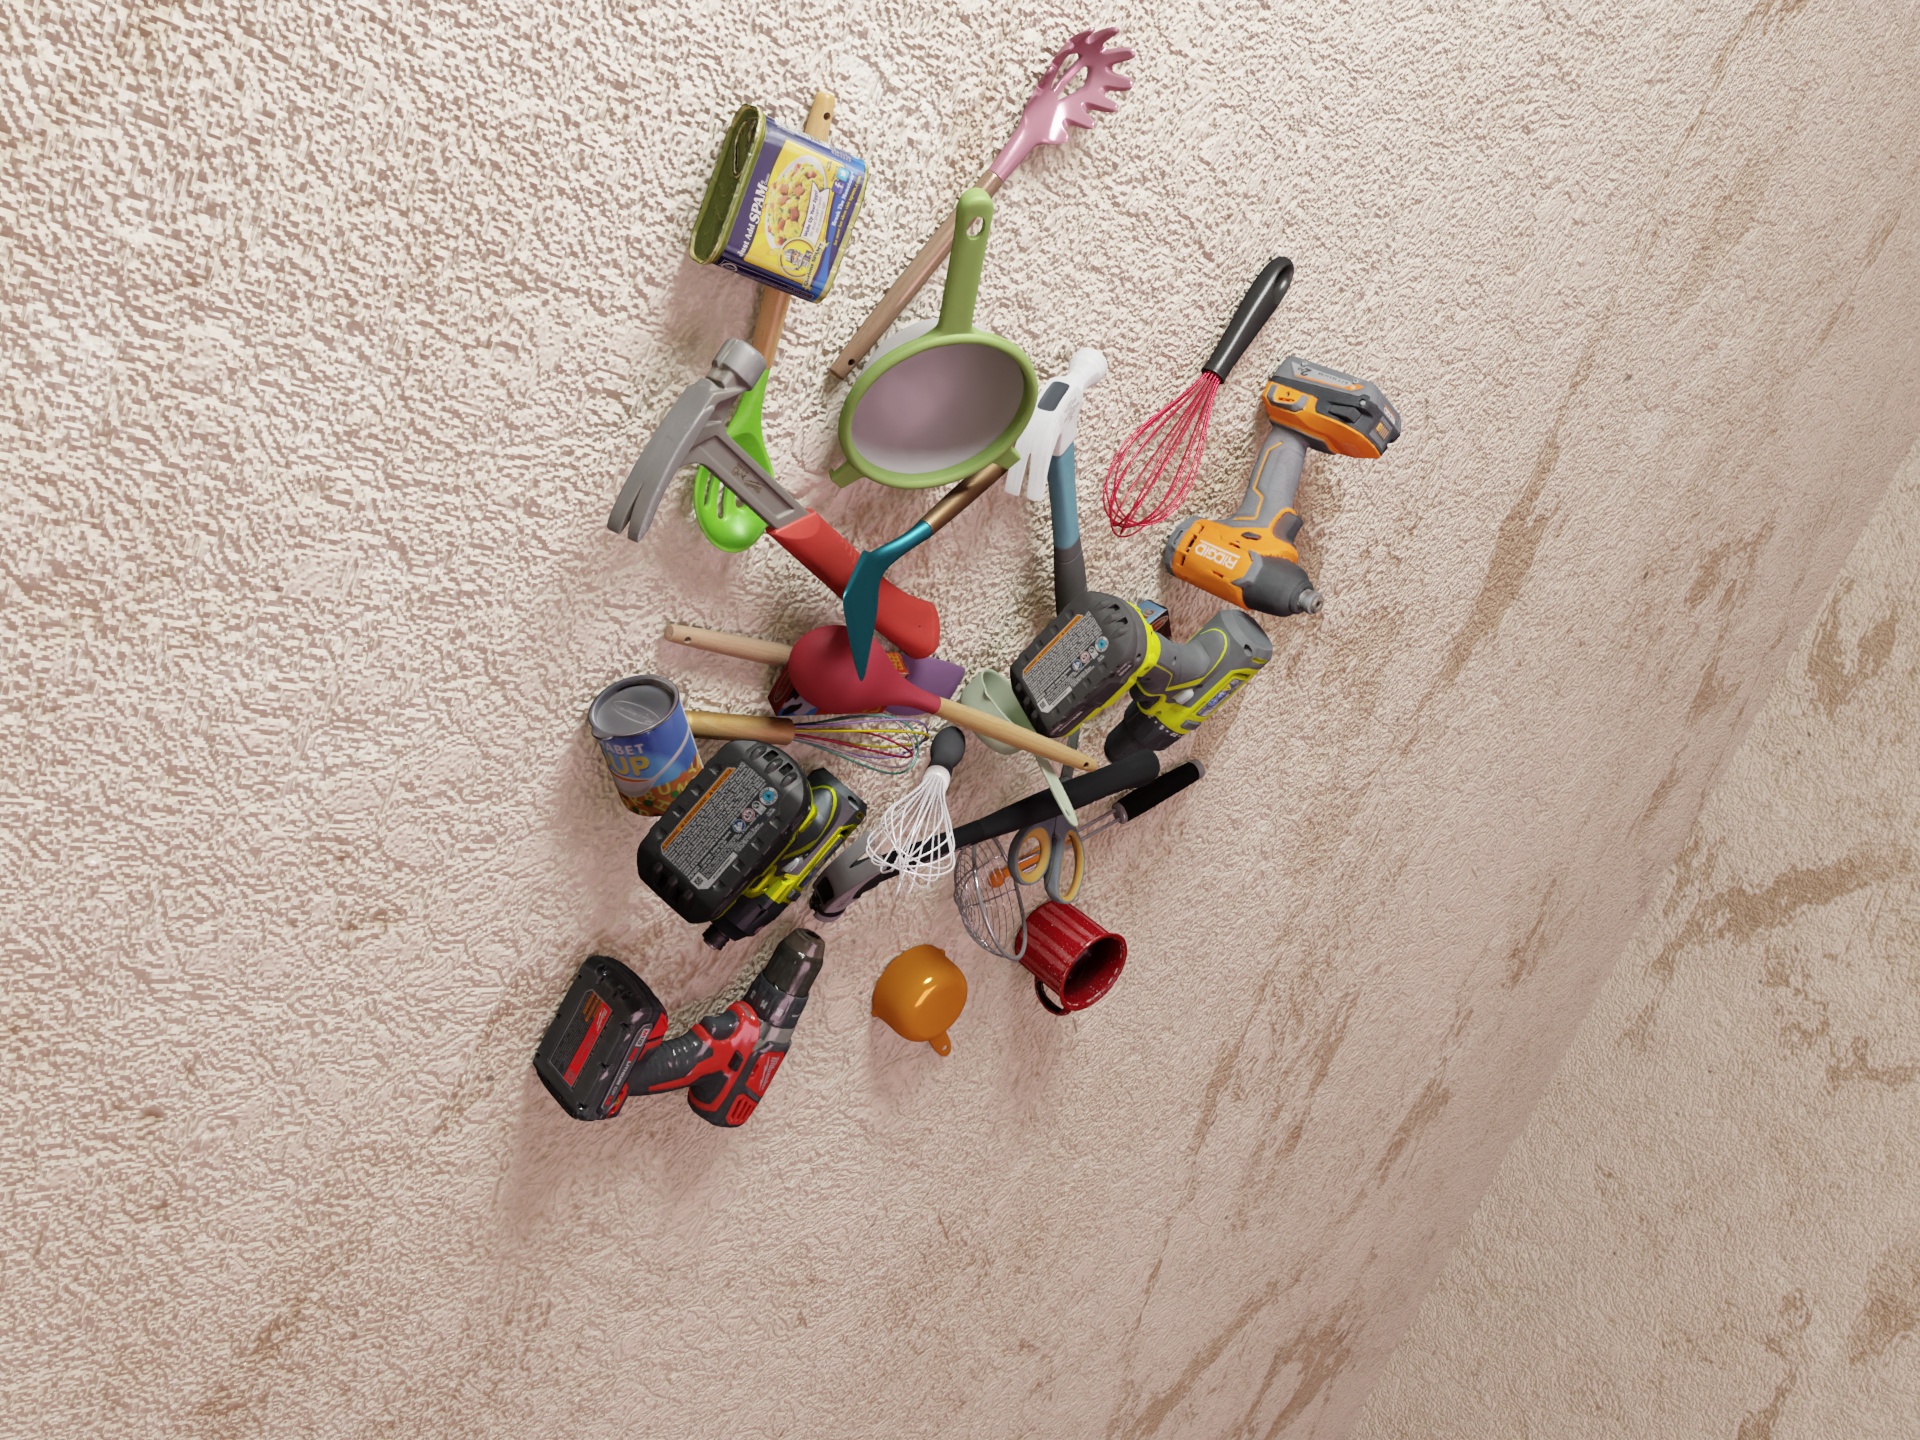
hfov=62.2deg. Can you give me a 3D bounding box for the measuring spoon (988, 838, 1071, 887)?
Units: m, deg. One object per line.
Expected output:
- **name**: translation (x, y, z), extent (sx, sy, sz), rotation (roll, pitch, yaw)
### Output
- **measuring spoon**: translation (0.075, 0.139, 1.582), extent (0.117, 0.011, 0.021), rotation (-24, 132, -31)

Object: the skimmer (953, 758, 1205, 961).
- **skimmer**: translation (0.132, 0.116, 1.561), extent (0.363, 0.090, 0.127), rotation (-26, 100, -33)

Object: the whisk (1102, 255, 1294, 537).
- **whisk**: translation (0.210, -0.285, 1.390), extent (0.296, 0.073, 0.073), rotation (-57, 141, -7)

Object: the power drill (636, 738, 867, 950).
- **power drill**: translation (-0.160, 0.102, 1.225), extent (0.171, 0.080, 0.223), rotation (-49, 167, -4)

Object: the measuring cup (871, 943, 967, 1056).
- **measuring cup**: translation (-0.024, 0.294, 1.560), extent (0.095, 0.052, 0.173), rotation (-40, 136, -17)

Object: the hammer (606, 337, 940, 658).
- **hammer**: translation (-0.110, -0.121, 1.164), extent (0.149, 0.037, 0.358), rotation (-59, 148, -7)

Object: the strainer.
- **strainer**: translation (-0.016, -0.276, 1.124), extent (0.151, 0.069, 0.256), rotation (-9, 145, -18)

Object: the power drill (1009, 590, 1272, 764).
- **power drill**: translation (0.152, -0.030, 1.422), extent (0.228, 0.080, 0.190), rotation (8, 135, -49)

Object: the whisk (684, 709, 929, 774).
- **whisk**: translation (-0.123, 0.013, 1.281), extent (0.244, 0.047, 0.051), rotation (5, 101, -41)

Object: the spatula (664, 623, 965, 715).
- **spatula**: translation (-0.109, -0.043, 1.271), extent (0.315, 0.018, 0.059), rotation (11, 116, -48)

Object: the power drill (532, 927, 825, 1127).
- **power drill**: translation (-0.220, 0.250, 1.324), extent (0.226, 0.080, 0.188), rotation (19, 103, -52)

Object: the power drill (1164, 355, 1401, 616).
- **power drill**: translation (0.305, -0.204, 1.453), extent (0.084, 0.164, 0.226), rotation (28, 94, -50)

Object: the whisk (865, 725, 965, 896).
- **whisk**: translation (-0.025, 0.062, 1.285), extent (0.285, 0.070, 0.070), rotation (-69, 176, -69)

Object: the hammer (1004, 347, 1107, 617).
- **hammer**: translation (0.092, -0.146, 1.360), extent (0.128, 0.033, 0.330), rotation (-53, 150, -33)

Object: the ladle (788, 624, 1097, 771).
- **ladle**: translation (-0.002, -0.004, 1.276), extent (0.315, 0.031, 0.069), rotation (21, 104, -37)

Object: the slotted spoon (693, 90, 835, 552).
- **slotted spoon**: translation (-0.130, -0.268, 1.089), extent (0.070, 0.031, 0.313), rotation (-2, 116, -44)

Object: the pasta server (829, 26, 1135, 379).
- **pasta server**: translation (0.011, -0.370, 1.147), extent (0.316, 0.040, 0.060), rotation (-52, 128, -2)

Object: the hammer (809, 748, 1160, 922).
- **hammer**: translation (0.031, 0.090, 1.392), extent (0.334, 0.035, 0.146), rotation (-19, 164, -23)

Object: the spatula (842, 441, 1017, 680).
- **spatula**: translation (-0.003, -0.157, 1.224), extent (0.317, 0.044, 0.082), rotation (-46, 144, -33)

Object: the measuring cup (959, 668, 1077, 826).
- **measuring cup**: translation (0.051, 0.031, 1.371), extent (0.038, 0.168, 0.083), rotation (-39, 151, 21)
